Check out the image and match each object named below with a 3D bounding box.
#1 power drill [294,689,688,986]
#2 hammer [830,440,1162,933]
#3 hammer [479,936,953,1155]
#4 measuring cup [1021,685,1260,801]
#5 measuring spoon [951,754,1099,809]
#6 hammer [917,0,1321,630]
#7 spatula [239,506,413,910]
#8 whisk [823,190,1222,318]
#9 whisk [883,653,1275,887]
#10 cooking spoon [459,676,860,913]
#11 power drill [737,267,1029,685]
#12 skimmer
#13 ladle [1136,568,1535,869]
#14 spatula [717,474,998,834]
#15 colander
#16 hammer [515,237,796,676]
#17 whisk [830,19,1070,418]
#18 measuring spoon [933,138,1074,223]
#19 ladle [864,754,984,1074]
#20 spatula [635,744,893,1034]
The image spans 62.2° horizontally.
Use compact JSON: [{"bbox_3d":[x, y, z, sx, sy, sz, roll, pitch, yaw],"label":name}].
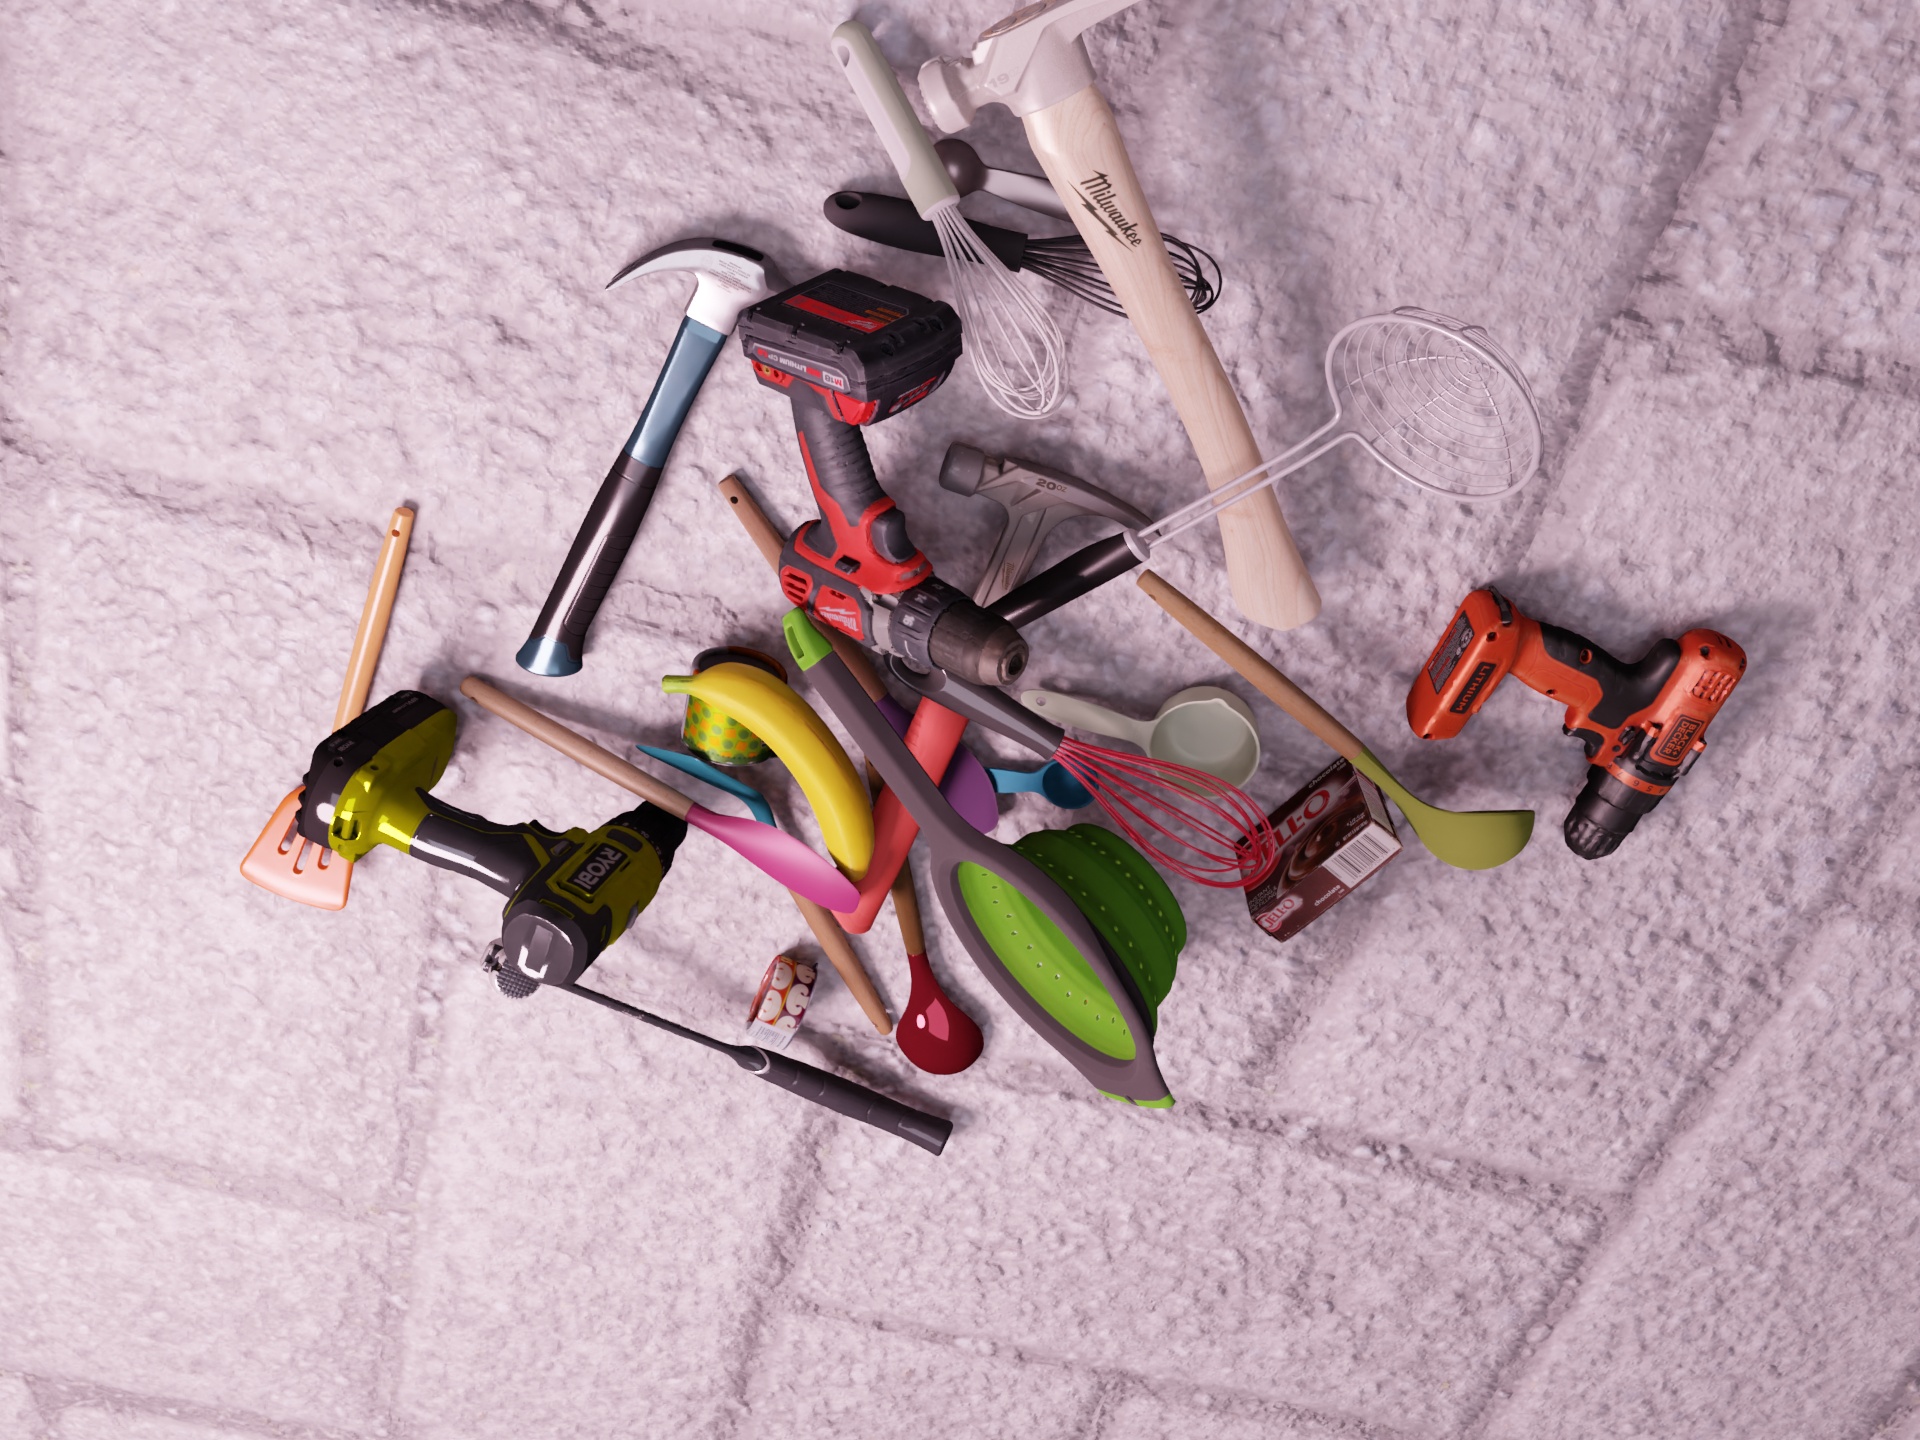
[{"bbox_3d":[-0.311,0.071,1.090,0.228,0.191,0.080,27,119,4],"label":"power drill"},{"bbox_3d":[-0.002,-0.003,1.077,0.149,0.037,0.359,19,113,-11],"label":"hammer"},{"bbox_3d":[-0.179,0.255,1.226,0.408,0.149,0.036,28,80,-22],"label":"hammer"},{"bbox_3d":[0.125,0.000,1.097,0.167,0.038,0.083,17,119,7],"label":"measuring cup"},{"bbox_3d":[0.036,0.038,1.135,0.128,0.021,0.042,3,120,12],"label":"measuring spoon"},{"bbox_3d":[0.134,-0.215,0.908,0.146,0.038,0.410,-18,127,22],"label":"hammer"},{"bbox_3d":[-0.431,-0.006,1.117,0.081,0.041,0.322,22,118,-7],"label":"spatula"},{"bbox_3d":[0.036,-0.278,0.934,0.239,0.055,0.055,13,120,1],"label":"whisk"},{"bbox_3d":[0.079,0.025,1.044,0.295,0.073,0.073,30,117,-8],"label":"whisk"},{"bbox_3d":[-0.210,0.051,1.103,0.319,0.017,0.068,29,147,5],"label":"cooking spoon"},{"bbox_3d":[-0.040,-0.132,0.936,0.188,0.080,0.226,28,139,35],"label":"power drill"},{"bbox_3d":[0.149,-0.114,0.908,0.363,0.090,0.127,-27,117,29],"label":"skimmer"},{"bbox_3d":[0.246,-0.005,1.044,0.320,0.078,0.062,38,78,-10],"label":"ladle"},{"bbox_3d":[-0.068,-0.037,1.088,0.060,0.018,0.315,-28,113,18],"label":"spatula"},{"bbox_3d":[0.033,0.070,1.041,0.094,0.204,0.397,-39,97,-21],"label":"colander"},{"bbox_3d":[-0.208,-0.157,1.022,0.128,0.033,0.331,26,118,-13],"label":"hammer"},{"bbox_3d":[-0.008,-0.281,0.895,0.059,0.058,0.246,-30,93,-25],"label":"whisk"},{"bbox_3d":[0.038,-0.308,0.929,0.124,0.018,0.034,14,120,-6],"label":"measuring spoon"},{"bbox_3d":[-0.037,0.151,1.195,0.069,0.031,0.315,-7,118,8],"label":"ladle"},{"bbox_3d":[-0.128,0.129,1.175,0.082,0.044,0.317,8,135,47],"label":"spatula"}]
